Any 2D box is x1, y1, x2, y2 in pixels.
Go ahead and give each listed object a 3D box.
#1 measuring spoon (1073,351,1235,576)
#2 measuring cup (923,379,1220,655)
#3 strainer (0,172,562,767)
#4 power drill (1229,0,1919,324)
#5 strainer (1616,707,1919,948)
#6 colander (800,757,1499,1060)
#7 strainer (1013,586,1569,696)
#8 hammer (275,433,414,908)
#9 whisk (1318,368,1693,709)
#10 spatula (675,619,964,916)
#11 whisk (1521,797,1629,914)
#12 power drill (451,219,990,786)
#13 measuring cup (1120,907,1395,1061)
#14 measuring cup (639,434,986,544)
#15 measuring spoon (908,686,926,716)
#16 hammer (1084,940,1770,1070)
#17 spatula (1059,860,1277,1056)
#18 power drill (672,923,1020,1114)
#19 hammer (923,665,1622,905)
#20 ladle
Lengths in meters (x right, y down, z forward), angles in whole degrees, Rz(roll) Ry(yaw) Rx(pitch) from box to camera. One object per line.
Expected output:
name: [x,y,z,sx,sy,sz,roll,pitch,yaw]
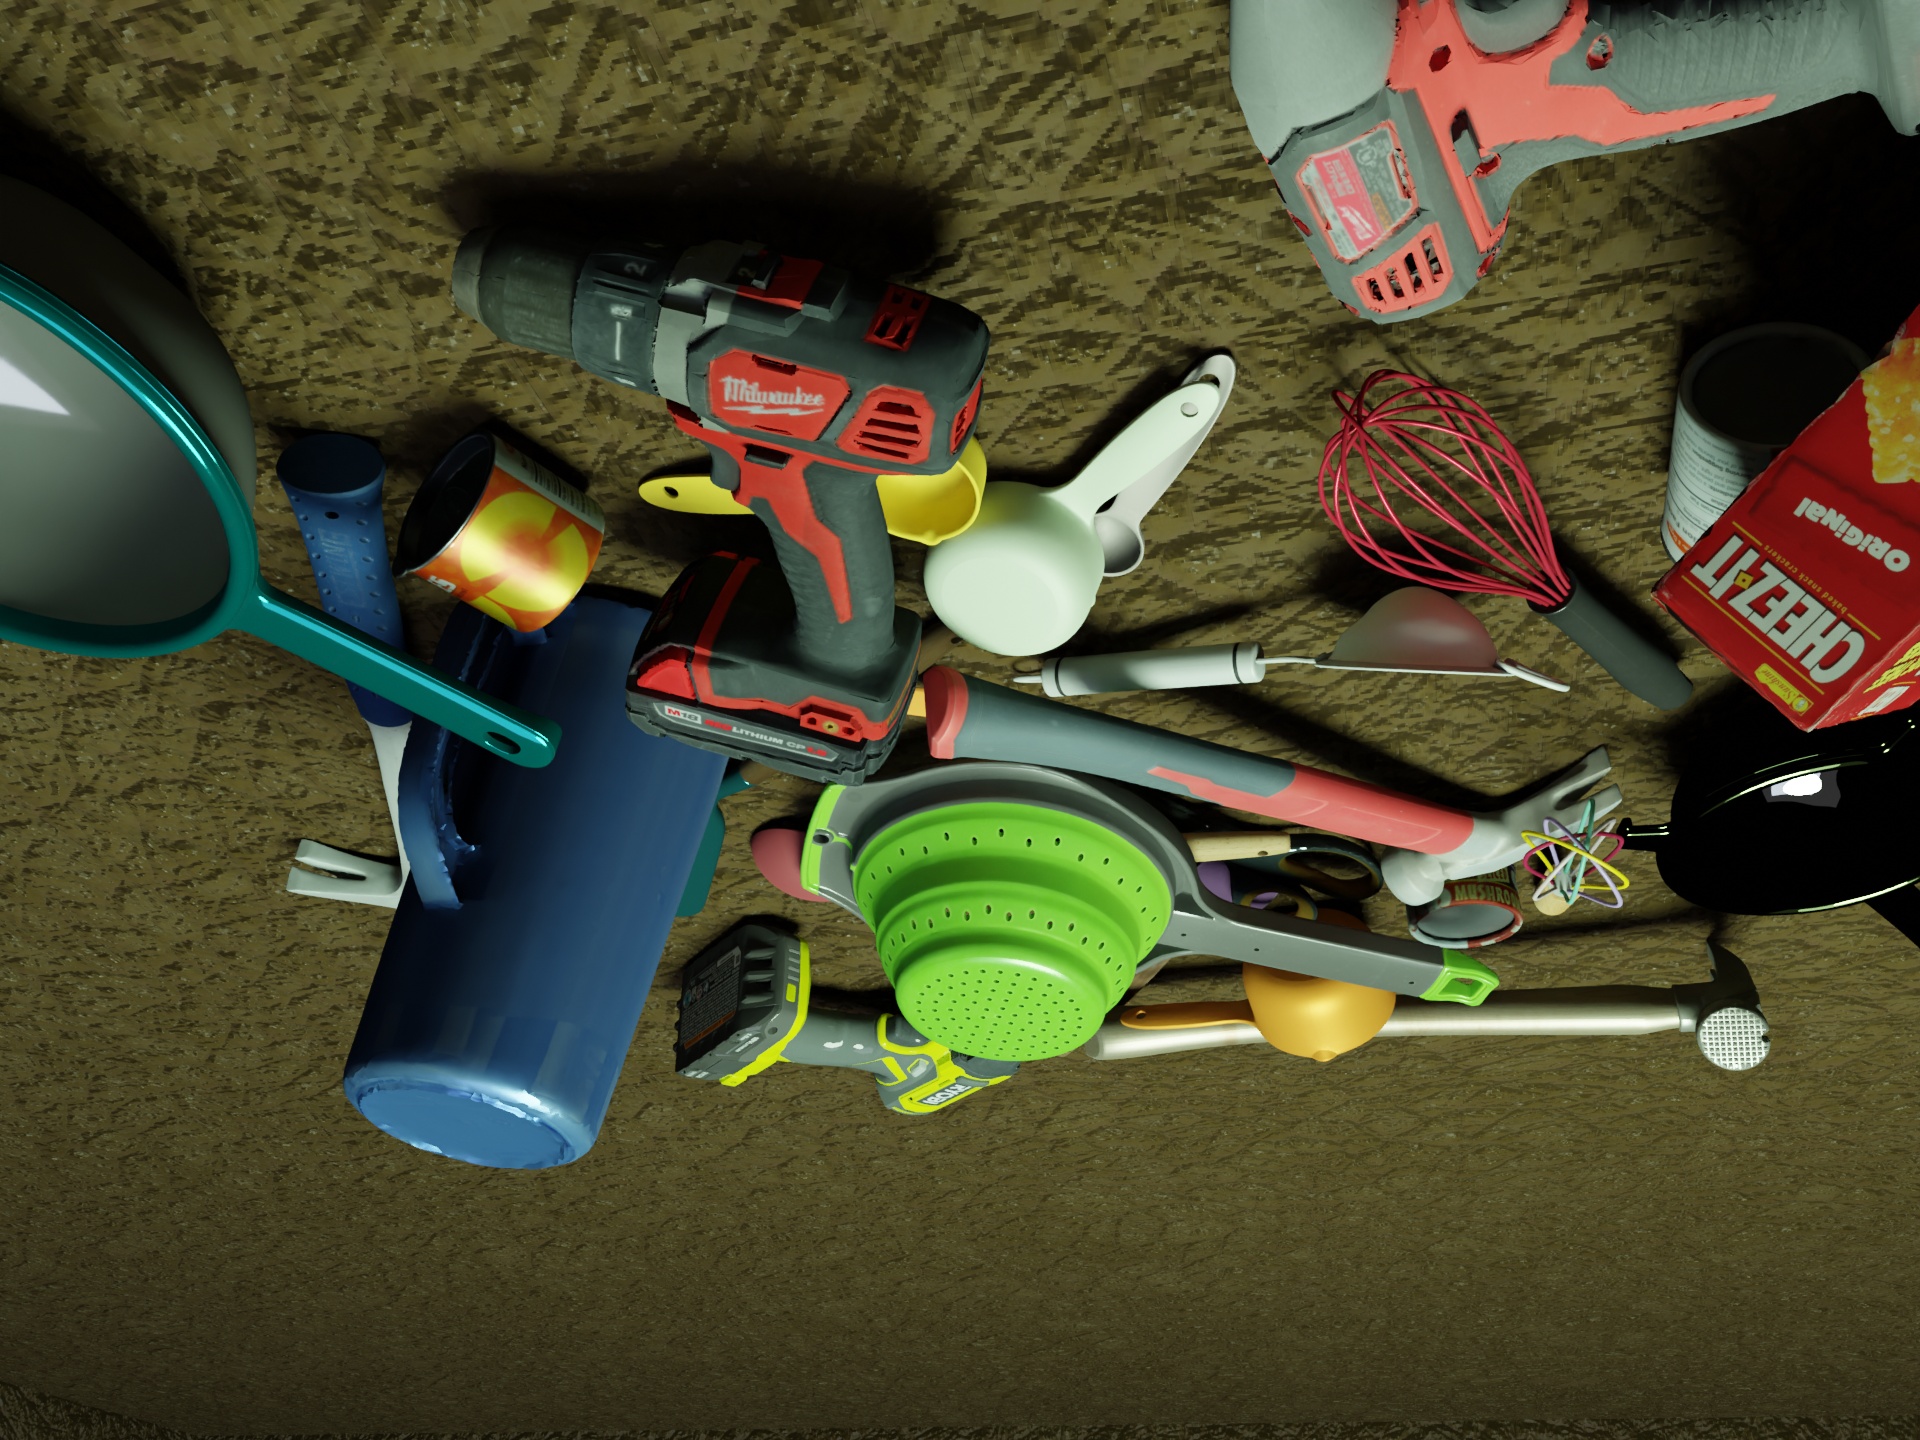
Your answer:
measuring spoon: [0.080,-0.107,0.655,0.034,0.018,0.124,26,136,-6]
measuring cup: [0.046,-0.080,0.650,0.083,0.038,0.167,35,139,-16]
strainer: [-0.293,-0.094,0.600,0.340,0.095,0.211,31,139,-26]
power drill: [0.187,-0.203,0.447,0.220,0.079,0.143,-14,144,28]
strainer: [0.459,0.055,0.823,0.256,0.069,0.151,29,136,-35]
colander: [0.104,0.136,0.863,0.397,0.095,0.204,12,139,-5]
strainer: [0.139,-0.029,0.724,0.258,0.050,0.087,-4,-178,29]
hammer: [-0.300,0.002,0.820,0.144,0.035,0.405,7,146,-7]
whisk: [0.241,-0.062,0.671,0.073,0.073,0.295,-27,142,37]
spatula: [-0.093,0.027,0.838,0.082,0.044,0.317,11,147,-41]
whisk: [0.318,0.080,0.843,0.047,0.051,0.244,-2,168,16]
power drill: [-0.092,-0.085,0.612,0.188,0.080,0.226,15,142,5]
measuring cup: [0.178,0.162,0.986,0.173,0.095,0.052,-9,124,19]
measuring cup: [-0.063,-0.104,0.663,0.156,0.029,0.062,2,143,22]
measuring spoon: [-0.001,-0.003,0.793,0.116,0.011,0.021,10,143,-36]
hammer: [0.280,0.186,1.014,0.410,0.038,0.146,-6,-174,20]
spatula: [0.126,0.161,1.051,0.059,0.018,0.315,14,144,-14]
power drill: [-0.067,0.209,1.087,0.223,0.080,0.171,18,145,-28]
hammer: [0.153,0.024,0.771,0.386,0.038,0.143,14,145,-34]
ladle: [0.027,0.078,0.906,0.315,0.031,0.069,-4,143,14]
